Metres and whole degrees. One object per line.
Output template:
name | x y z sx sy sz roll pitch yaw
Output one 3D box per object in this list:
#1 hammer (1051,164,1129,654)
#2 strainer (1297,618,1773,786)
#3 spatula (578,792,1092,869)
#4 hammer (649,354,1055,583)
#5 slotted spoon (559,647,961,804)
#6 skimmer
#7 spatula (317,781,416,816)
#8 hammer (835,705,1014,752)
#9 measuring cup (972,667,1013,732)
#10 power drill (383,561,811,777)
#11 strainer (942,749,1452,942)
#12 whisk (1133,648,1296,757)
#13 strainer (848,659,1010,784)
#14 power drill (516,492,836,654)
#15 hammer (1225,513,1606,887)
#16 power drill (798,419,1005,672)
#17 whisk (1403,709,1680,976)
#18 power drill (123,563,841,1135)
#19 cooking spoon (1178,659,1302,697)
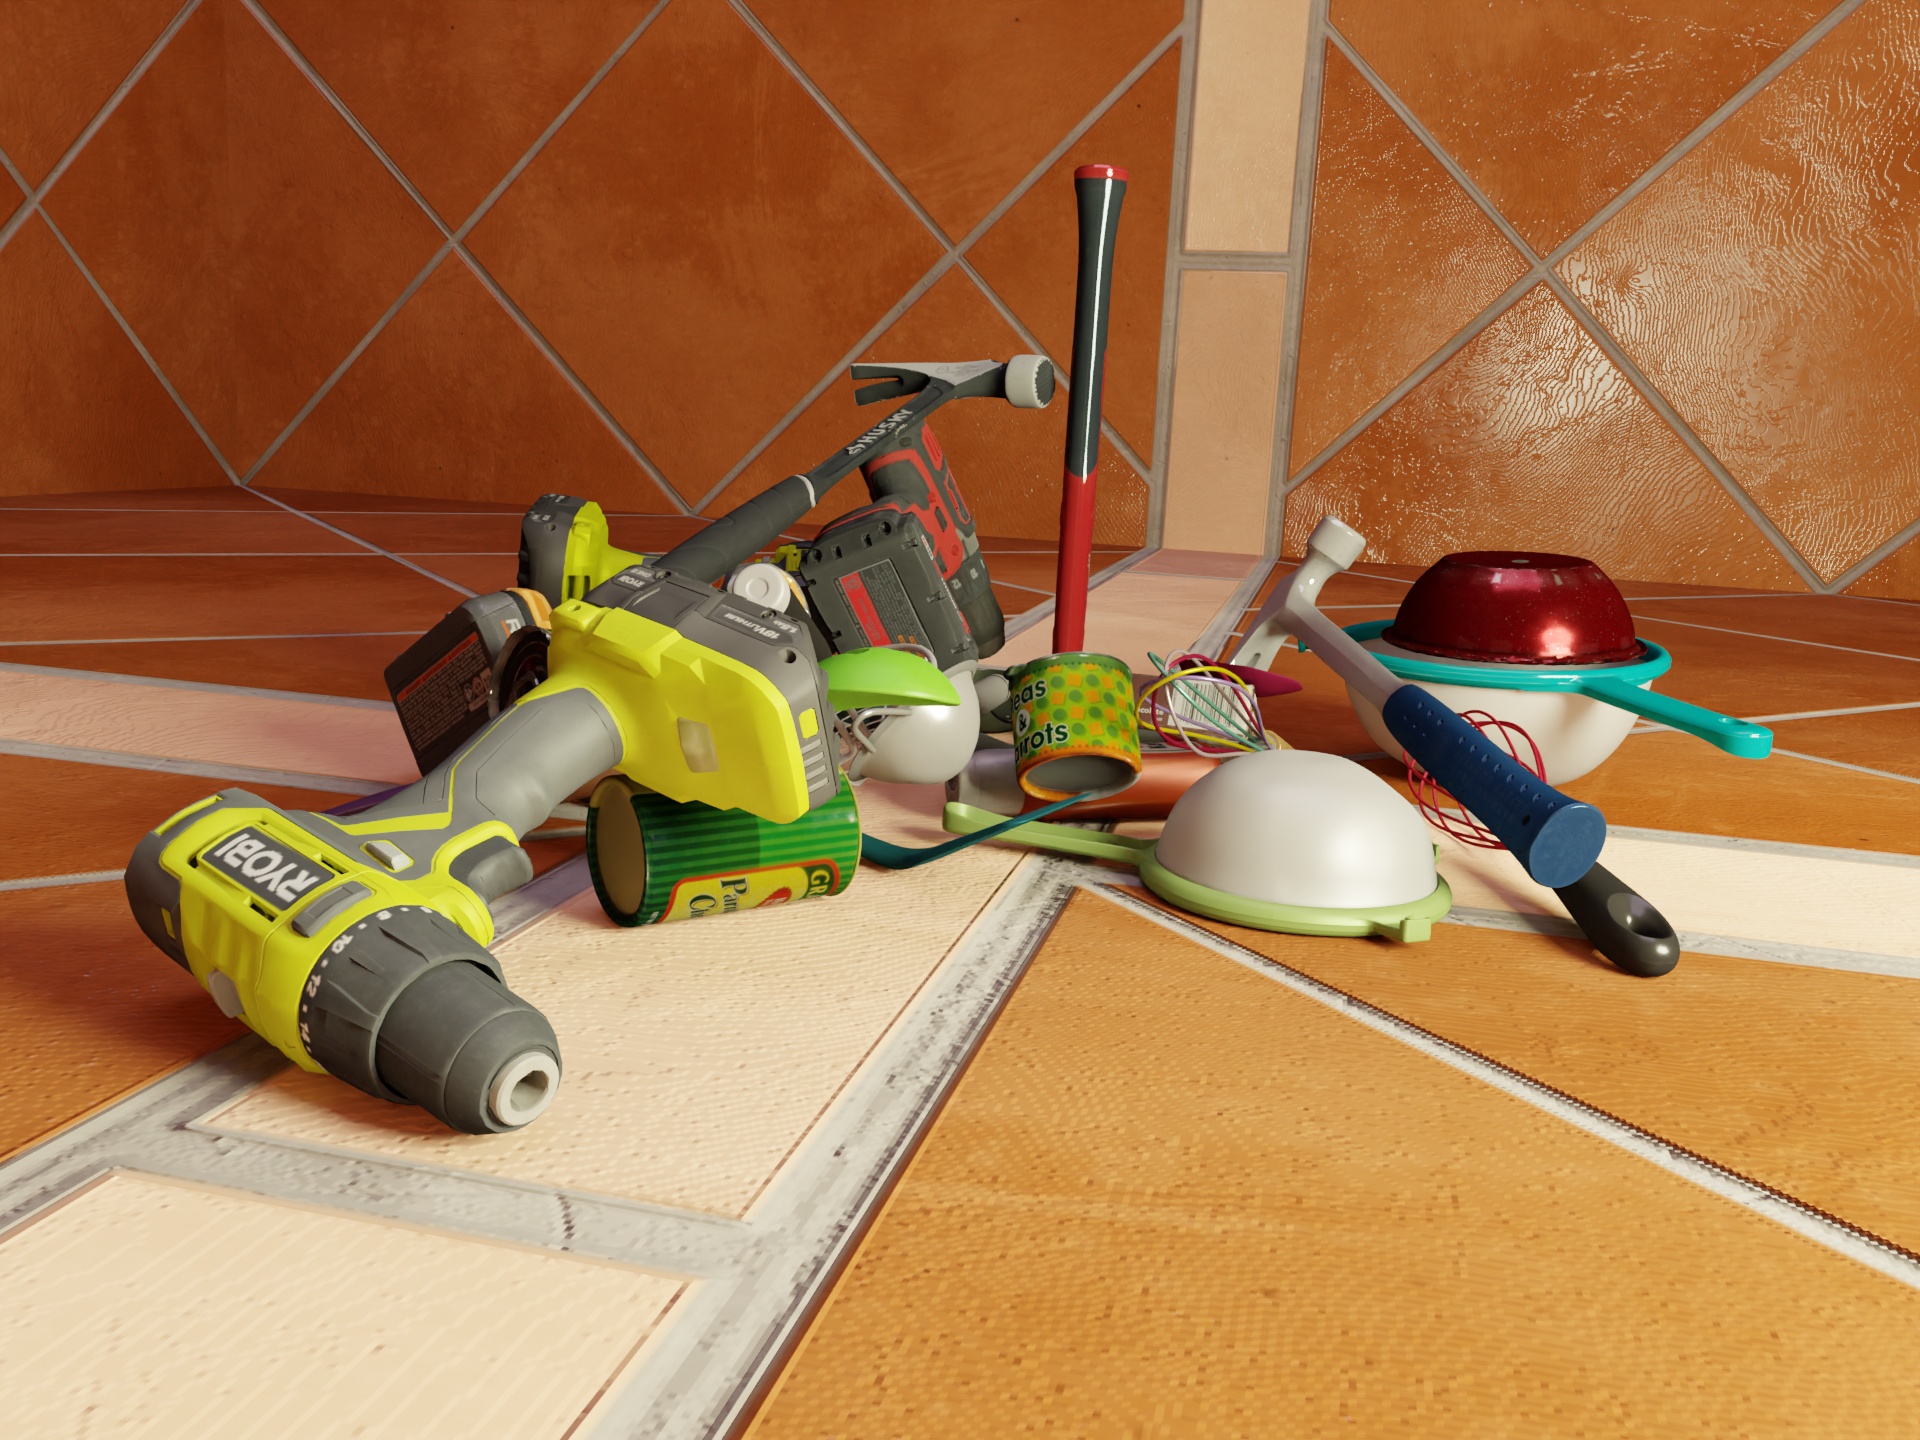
hammer | 0.082 -0.177 1.082 0.038 0.386 0.143 4 11 5
strainer | 0.365 0.008 0.984 0.211 0.095 0.341 -3 14 -16
spatula | -0.091 0.042 0.813 0.317 0.044 0.082 7 11 27
hammer | -0.092 -0.151 0.984 0.149 0.036 0.409 8 33 28
slotted spoon | -0.129 0.012 0.736 0.314 0.031 0.070 -16 -15 36
skimmer | -0.080 -0.034 0.809 0.127 0.090 0.363 -31 -14 -3
spatula | -0.223 0.021 0.859 0.060 0.018 0.316 -17 1 44
hammer | -0.040 0.003 1.054 0.128 0.033 0.331 -4 13 -35
measuring cup | 0.021 -0.004 1.099 0.083 0.038 0.168 1 13 -9
power drill | -0.224 -0.026 0.957 0.185 0.084 0.226 -28 -8 41
strainer | 0.114 0.043 0.788 0.256 0.069 0.151 8 12 17
whisk | 0.153 0.010 0.867 0.051 0.047 0.244 38 5 33
strainer | -0.001 -0.003 0.858 0.050 0.087 0.258 45 15 4
power drill | -0.189 -0.102 1.120 0.223 0.080 0.171 7 18 -8
hammer | 0.241 -0.007 0.899 0.035 0.144 0.406 30 13 -17
power drill | -0.025 -0.093 1.088 0.080 0.187 0.227 -19 23 16
whisk | 0.291 0.058 0.810 0.073 0.073 0.296 2 18 -2
power drill | -0.150 0.040 0.568 0.191 0.080 0.228 20 44 34
cooking spoon | 0.141 -0.018 1.064 0.068 0.017 0.319 15 -6 -13
